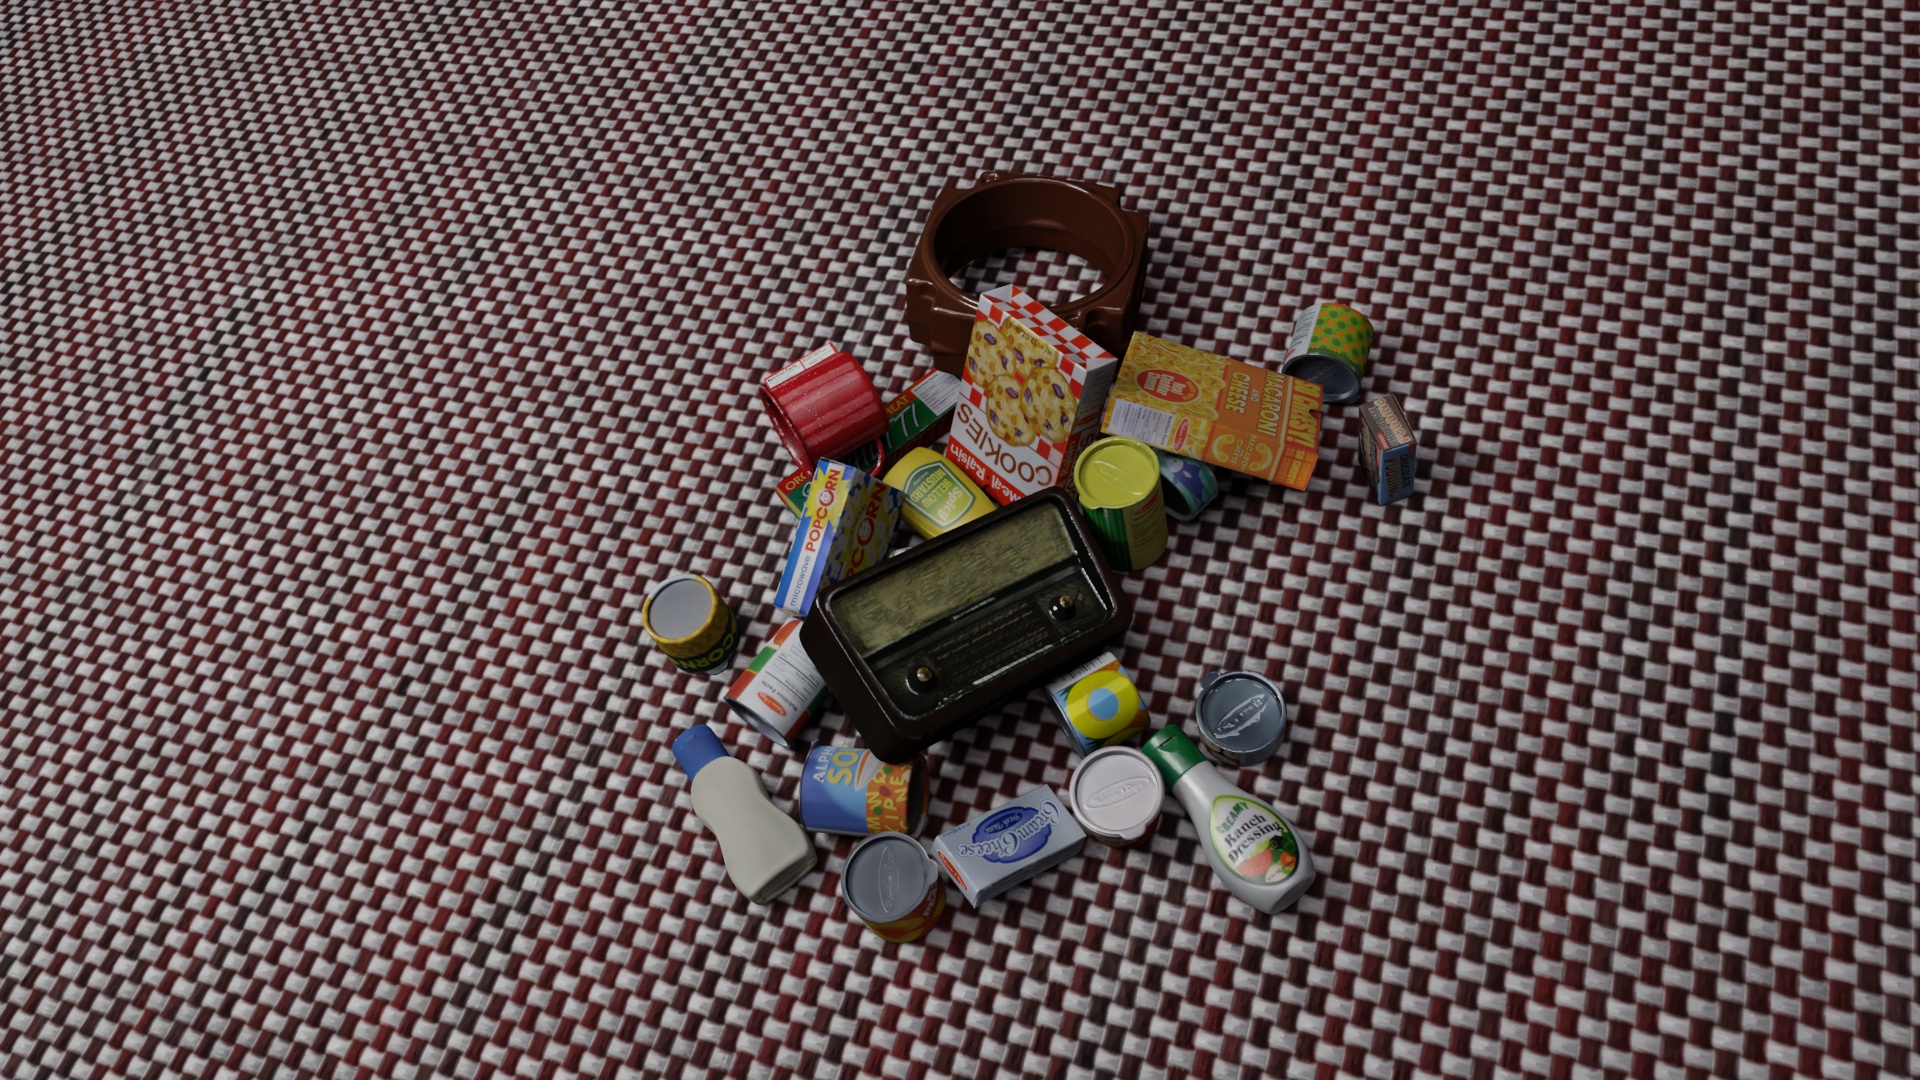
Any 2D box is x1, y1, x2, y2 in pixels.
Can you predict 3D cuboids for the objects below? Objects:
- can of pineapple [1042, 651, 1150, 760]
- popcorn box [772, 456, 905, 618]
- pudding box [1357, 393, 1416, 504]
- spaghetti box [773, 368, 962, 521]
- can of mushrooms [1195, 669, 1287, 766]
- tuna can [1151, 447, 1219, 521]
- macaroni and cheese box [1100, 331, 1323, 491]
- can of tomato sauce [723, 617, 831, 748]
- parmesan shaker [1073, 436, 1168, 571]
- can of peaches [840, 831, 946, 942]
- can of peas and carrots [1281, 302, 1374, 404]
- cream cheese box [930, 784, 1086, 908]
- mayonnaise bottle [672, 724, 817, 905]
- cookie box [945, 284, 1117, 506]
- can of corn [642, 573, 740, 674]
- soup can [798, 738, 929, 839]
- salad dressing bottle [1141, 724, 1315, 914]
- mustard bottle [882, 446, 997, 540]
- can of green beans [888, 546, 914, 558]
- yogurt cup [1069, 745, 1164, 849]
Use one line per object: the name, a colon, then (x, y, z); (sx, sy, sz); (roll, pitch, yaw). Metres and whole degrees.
can of pineapple: (0.104, 0.127, 1.046); (0.058, 0.070, 0.071); (-28, 58, -5)
popcorn box: (-0.098, 0.006, 1.127); (0.038, 0.085, 0.127); (15, 84, 29)
pudding box: (0.339, -0.071, 1.103); (0.030, 0.083, 0.050); (-19, 58, 4)
spaghetti box: (-0.052, -0.100, 1.237); (0.250, 0.028, 0.050); (-38, 59, -11)
can of mushrooms: (0.209, 0.131, 1.039); (0.071, 0.033, 0.071); (-6, 59, 10)
tuna can: (0.175, -0.051, 1.134); (0.033, 0.070, 0.071); (-43, 60, -13)
macaroni and cheese box: (0.207, -0.108, 1.128); (0.166, 0.040, 0.124); (17, 35, 6)
can of tomato sauce: (-0.138, 0.113, 1.108); (0.071, 0.071, 0.083); (28, 69, 25)
parmesan shaker: (0.127, -0.026, 1.110); (0.071, 0.102, 0.071); (-5, 58, 9)
can of peaches: (-0.045, 0.252, 1.007); (0.071, 0.057, 0.071); (-6, 58, 9)
can of peas and carrots: (0.312, -0.157, 1.172); (0.071, 0.070, 0.059); (13, 63, 19)
cream cheese box: (0.036, 0.220, 1.003); (0.104, 0.024, 0.053); (-19, 53, -33)
mayonnaise bottle: (-0.173, 0.206, 1.074); (0.065, 0.041, 0.148); (-36, 58, -10)
cookie box: (0.053, -0.105, 1.140); (0.040, 0.166, 0.123); (-24, 52, -37)
can of corn: (-0.223, 0.071, 1.155); (0.071, 0.058, 0.071); (-6, 59, 10)
soup can: (-0.072, 0.187, 1.045); (0.084, 0.071, 0.071); (2, 60, 13)
salad dressing bottle: (0.189, 0.197, 0.997); (0.064, 0.043, 0.148); (-35, 58, -10)
mustard bottle: (0.004, -0.015, 1.162); (0.065, 0.048, 0.160); (-45, 60, -8)
can of green beans: (-0.028, 0.044, 1.121); (0.071, 0.071, 0.058); (1, 66, 13)
yogurt cup: (0.116, 0.190, 1.011); (0.072, 0.053, 0.073); (-5, 59, 9)
